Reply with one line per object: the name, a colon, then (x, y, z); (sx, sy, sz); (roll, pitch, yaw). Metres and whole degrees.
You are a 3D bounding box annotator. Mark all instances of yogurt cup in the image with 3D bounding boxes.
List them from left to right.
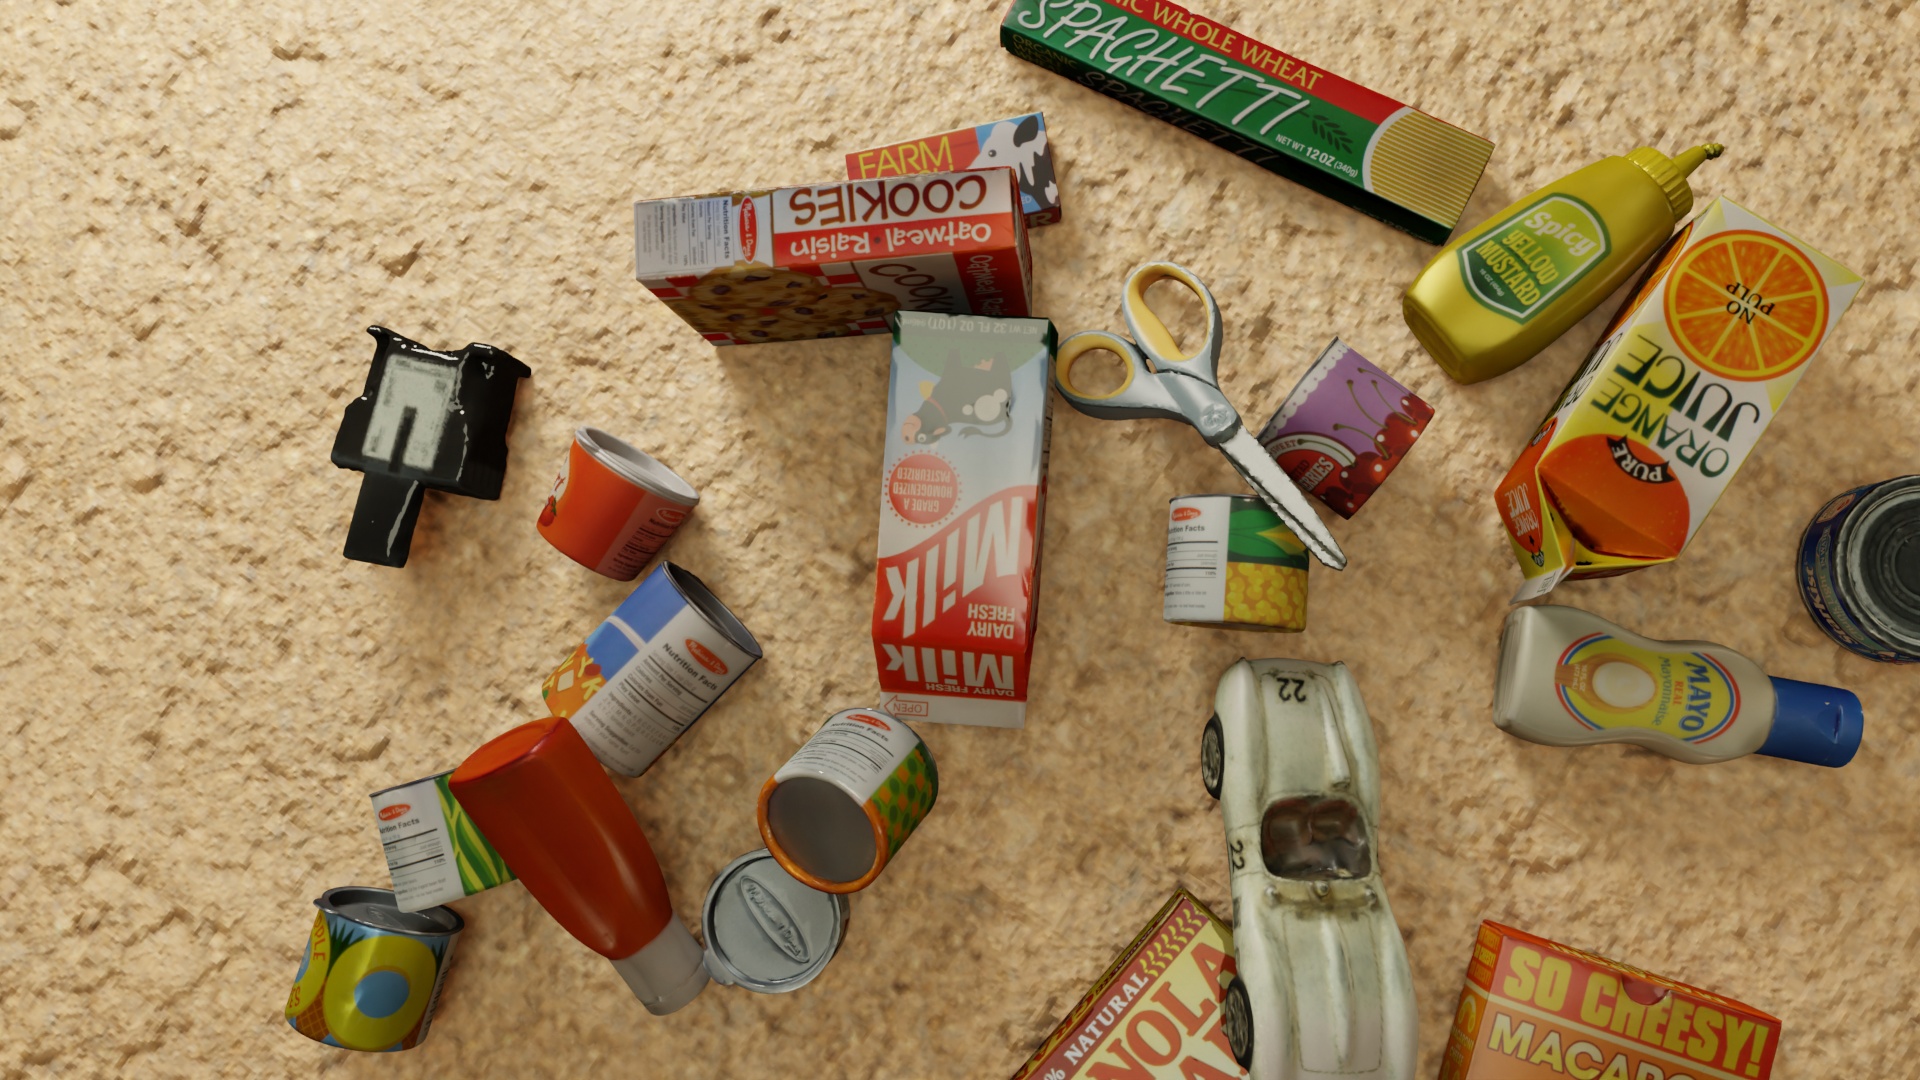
yogurt cup: (-0.170, -0.016, 0.680); (0.072, 0.072, 0.054); (34, 95, 9)

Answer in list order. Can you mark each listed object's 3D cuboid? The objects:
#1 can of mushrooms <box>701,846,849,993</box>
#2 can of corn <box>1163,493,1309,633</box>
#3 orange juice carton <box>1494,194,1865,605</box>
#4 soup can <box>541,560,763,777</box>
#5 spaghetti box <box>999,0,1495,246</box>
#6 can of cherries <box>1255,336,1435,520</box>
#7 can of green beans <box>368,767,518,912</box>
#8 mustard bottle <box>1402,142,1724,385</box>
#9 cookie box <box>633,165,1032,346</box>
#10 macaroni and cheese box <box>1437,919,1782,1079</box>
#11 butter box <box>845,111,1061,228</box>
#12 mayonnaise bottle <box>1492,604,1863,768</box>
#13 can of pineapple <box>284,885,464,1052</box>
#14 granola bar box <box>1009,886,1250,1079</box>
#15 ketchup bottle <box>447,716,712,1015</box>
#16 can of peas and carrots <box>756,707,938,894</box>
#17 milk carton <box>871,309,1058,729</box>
can of mushrooms: (-0.089, 0.180, 0.661); (0.071, 0.033, 0.071); (-1, 83, 5)
can of corn: (0.131, 0.012, 0.646); (0.071, 0.071, 0.058); (4, 84, 6)
orange juice carton: (0.312, -0.051, 0.633); (0.073, 0.071, 0.193); (35, 87, 9)
soup can: (-0.148, 0.061, 0.668); (0.084, 0.071, 0.071); (-45, 81, 0)
spaghetti box: (0.139, -0.223, 0.694); (0.250, 0.028, 0.050); (27, 85, 8)
can of cherries: (0.176, -0.050, 0.648); (0.058, 0.071, 0.071); (39, 88, 8)
can of green beans: (-0.240, 0.139, 0.663); (0.071, 0.071, 0.058); (-17, 86, 3)
mustard bottle: (0.288, -0.141, 0.652); (0.160, 0.048, 0.065); (-37, 70, 6)
cookie box: (-0.052, -0.130, 0.653); (0.167, 0.123, 0.040); (-4, 84, 5)
macaroni and cheese box: (0.273, 0.269, 0.610); (0.124, 0.040, 0.166); (17, 85, 7)
butter box: (-0.004, -0.179, 0.705); (0.103, 0.024, 0.053); (-11, 81, 4)
mayonnaise bottle: (0.324, 0.071, 0.631); (0.148, 0.041, 0.065); (10, 82, 7)
can of pineapple: (-0.279, 0.202, 0.659); (0.071, 0.071, 0.058); (16, 85, 7)
granola bar box: (0.094, 0.262, 0.629); (0.124, 0.039, 0.165); (41, 88, 9)
ketchup bottle: (-0.168, 0.153, 0.639); (0.064, 0.044, 0.148); (-21, 109, 25)
can of peas and carrots: (-0.051, 0.122, 0.640); (0.071, 0.059, 0.070); (9, 115, 21)
milk carton: (0.002, -0.008, 0.649); (0.072, 0.073, 0.190); (4, 93, 7)
